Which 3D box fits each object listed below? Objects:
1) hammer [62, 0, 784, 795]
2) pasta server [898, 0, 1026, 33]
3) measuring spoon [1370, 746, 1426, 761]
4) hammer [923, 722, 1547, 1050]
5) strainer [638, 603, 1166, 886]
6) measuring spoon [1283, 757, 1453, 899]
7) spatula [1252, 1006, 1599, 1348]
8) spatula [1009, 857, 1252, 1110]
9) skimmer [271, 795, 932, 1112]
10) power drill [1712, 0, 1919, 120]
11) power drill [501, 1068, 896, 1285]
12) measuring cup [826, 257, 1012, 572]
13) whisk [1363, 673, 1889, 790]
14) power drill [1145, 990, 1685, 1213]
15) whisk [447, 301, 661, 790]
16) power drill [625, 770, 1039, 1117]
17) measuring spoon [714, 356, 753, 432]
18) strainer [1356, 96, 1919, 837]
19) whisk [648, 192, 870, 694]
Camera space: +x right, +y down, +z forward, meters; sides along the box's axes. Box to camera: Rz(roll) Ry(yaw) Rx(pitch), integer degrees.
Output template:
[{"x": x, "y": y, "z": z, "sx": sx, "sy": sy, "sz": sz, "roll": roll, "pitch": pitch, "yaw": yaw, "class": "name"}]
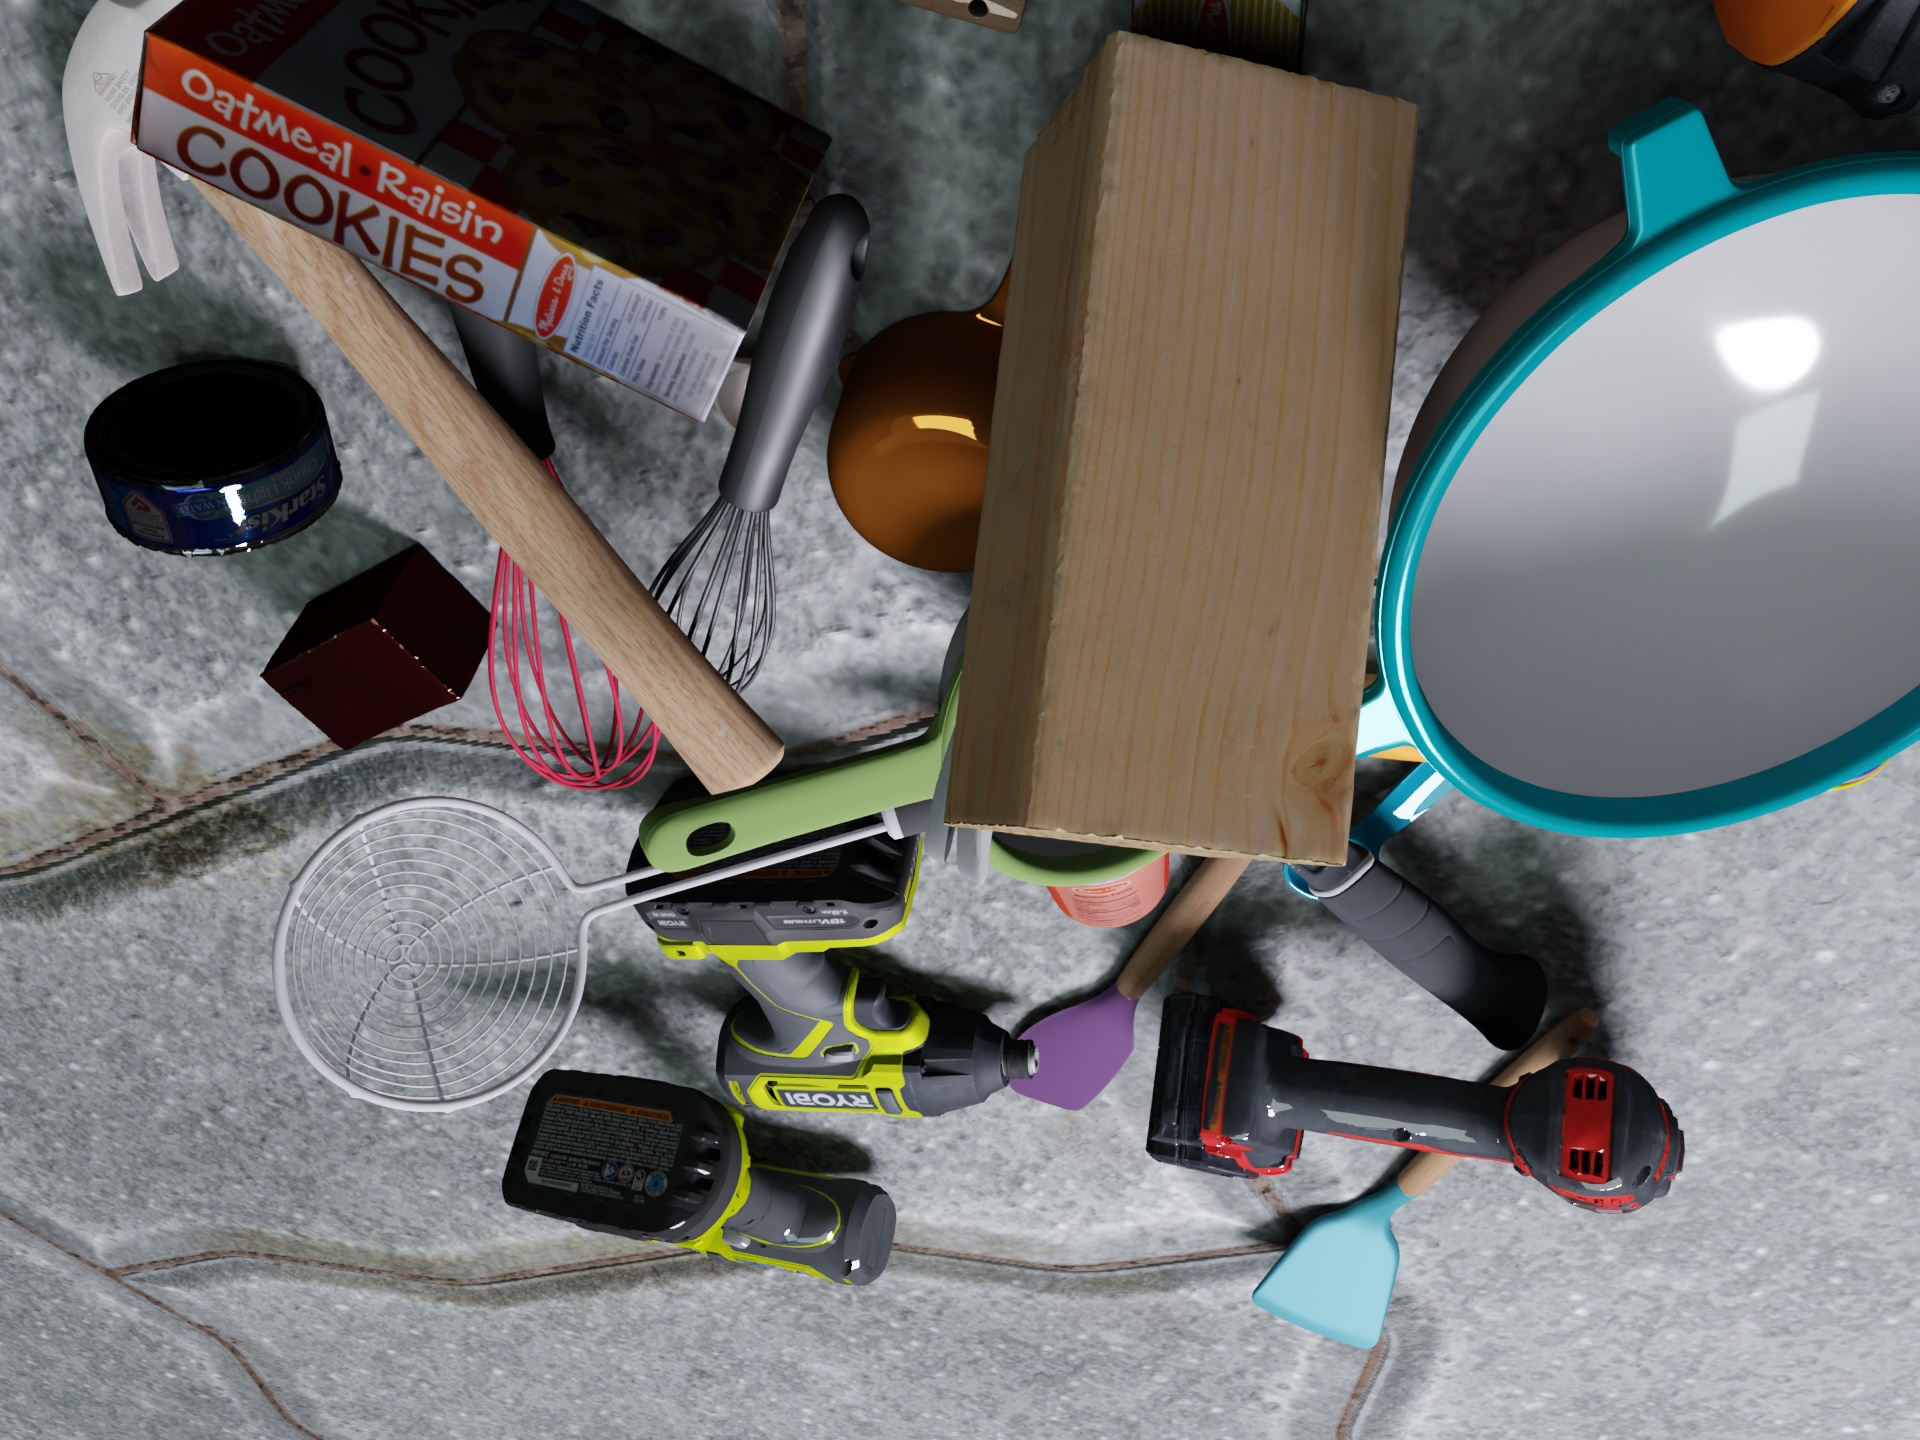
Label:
[{"x": -0.180, "y": -0.102, "z": 0.559, "sx": 0.130, "sy": 0.031, "sz": 0.331, "roll": -29, "pitch": 108, "yaw": 33, "class": "hammer"}, {"x": -0.133, "y": -0.249, "z": 0.456, "sx": 0.316, "sy": 0.040, "sz": 0.060, "roll": 16, "pitch": 142, "yaw": -6, "class": "pasta server"}, {"x": 0.180, "y": 0.009, "z": 0.658, "sx": 0.117, "sy": 0.011, "sz": 0.021, "roll": 10, "pitch": 118, "yaw": 12, "class": "measuring spoon"}, {"x": 0.140, "y": 0.058, "z": 0.632, "sx": 0.408, "sy": 0.149, "sz": 0.036, "roll": 35, "pitch": 174, "yaw": -41, "class": "hammer"}, {"x": -0.001, "y": -0.002, "z": 0.594, "sx": 0.256, "sy": 0.069, "sz": 0.151, "roll": -16, "pitch": 124, "yaw": -20, "class": "strainer"}, {"x": 0.189, "y": 0.032, "z": 0.692, "sx": 0.042, "sy": 0.021, "sz": 0.128, "roll": 29, "pitch": 125, "yaw": -18, "class": "measuring spoon"}, {"x": 0.261, "y": 0.255, "z": 0.878, "sx": 0.082, "sy": 0.044, "sz": 0.317, "roll": 22, "pitch": 135, "yaw": 0, "class": "spatula"}, {"x": 0.092, "y": 0.120, "z": 0.795, "sx": 0.059, "sy": 0.018, "sz": 0.315, "roll": 20, "pitch": 136, "yaw": -7, "class": "spatula"}, {"x": -0.088, "y": 0.057, "z": 0.649, "sx": 0.363, "sy": 0.090, "sz": 0.127, "roll": -17, "pitch": 89, "yaw": 0, "class": "skimmer"}, {"x": 0.152, "y": -0.224, "z": 0.368, "sx": 0.226, "sy": 0.084, "sz": 0.164, "roll": 15, "pitch": 134, "yaw": -13, "class": "power drill"}, {"x": -0.164, "y": 0.273, "z": 0.933, "sx": 0.190, "sy": 0.080, "sz": 0.228, "roll": 3, "pitch": 155, "yaw": 23, "class": "power drill"}, {"x": 0.012, "y": -0.120, "z": 0.543, "sx": 0.095, "sy": 0.052, "sz": 0.173, "roll": 23, "pitch": 137, "yaw": -11, "class": "measuring cup"}, {"x": 0.232, "y": -0.005, "z": 0.627, "sx": 0.245, "sy": 0.051, "sz": 0.047, "roll": 5, "pitch": 94, "yaw": 14, "class": "whisk"}, {"x": 0.220, "y": 0.189, "z": 0.755, "sx": 0.227, "sy": 0.080, "sz": 0.187, "roll": 1, "pitch": 163, "yaw": 27, "class": "power drill"}, {"x": -0.164, "y": -0.087, "z": 0.615, "sx": 0.073, "sy": 0.073, "sz": 0.295, "roll": 4, "pitch": 129, "yaw": 9, "class": "whisk"}, {"x": -0.060, "y": 0.125, "z": 0.796, "sx": 0.171, "sy": 0.080, "sz": 0.223, "roll": -2, "pitch": 138, "yaw": 15, "class": "power drill"}, {"x": -0.104, "y": -0.148, "z": 0.572, "sx": 0.124, "sy": 0.018, "sz": 0.034, "roll": 41, "pitch": 132, "yaw": -18, "class": "measuring spoon"}, {"x": 0.271, "y": -0.063, "z": 0.482, "sx": 0.340, "sy": 0.095, "sz": 0.210, "roll": 8, "pitch": 126, "yaw": -17, "class": "strainer"}, {"x": -0.074, "y": -0.085, "z": 0.580, "sx": 0.055, "sy": 0.055, "sz": 0.238, "roll": 20, "pitch": 132, "yaw": -8, "class": "whisk"}]
